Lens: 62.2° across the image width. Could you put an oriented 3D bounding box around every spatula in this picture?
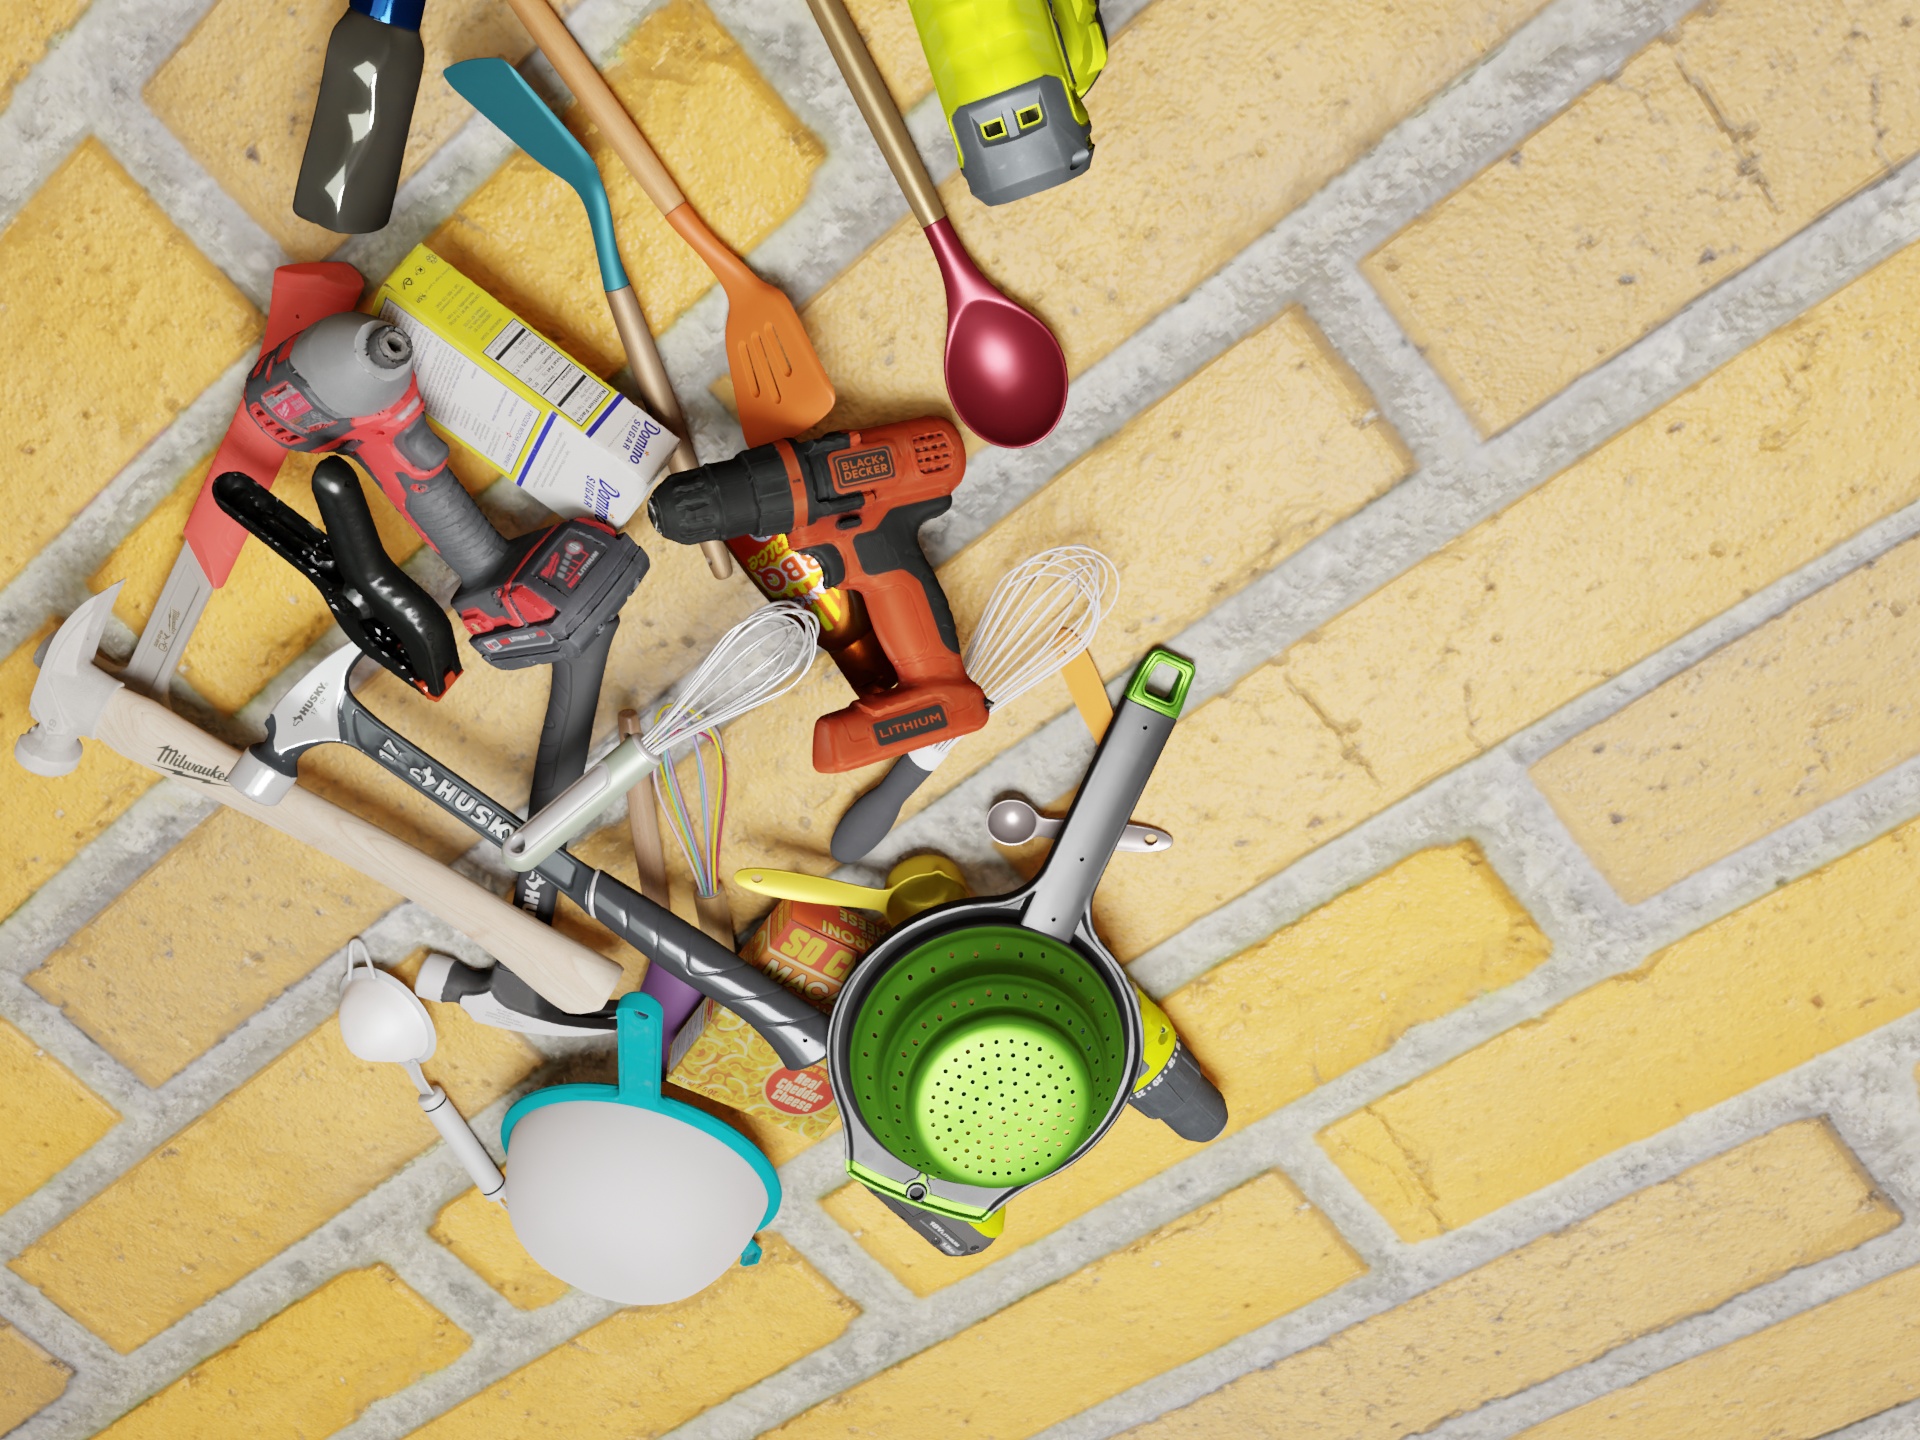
[{"bbox_3d":[-0.175,-0.295,0.863,0.081,0.041,0.322,-20,113,44],"label":"spatula"},{"bbox_3d":[-0.205,0.130,1.088,0.060,0.018,0.315,0,121,4],"label":"spatula"},{"bbox_3d":[-0.195,-0.216,0.899,0.082,0.044,0.317,19,135,48],"label":"spatula"}]

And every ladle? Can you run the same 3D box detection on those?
[{"bbox_3d":[-0.027,-0.292,0.857,0.069,0.031,0.315,-24,110,14],"label":"ladle"}]

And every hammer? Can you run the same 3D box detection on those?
[{"bbox_3d":[-0.401,0.068,1.036,0.410,0.038,0.146,31,115,-9],"label":"hammer"},{"bbox_3d":[-0.271,0.075,1.065,0.146,0.035,0.334,17,117,-2],"label":"hammer"},{"bbox_3d":[-0.244,0.093,1.004,0.409,0.036,0.149,36,89,-8],"label":"hammer"},{"bbox_3d":[-0.447,-0.123,0.984,0.149,0.037,0.359,33,116,-10],"label":"hammer"}]

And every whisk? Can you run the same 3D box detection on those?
[{"bbox_3d":[-0.169,0.097,1.061,0.047,0.051,0.244,-4,119,2],"label":"whisk"},{"bbox_3d":[-0.182,0.012,0.951,0.246,0.058,0.059,-38,151,9],"label":"whisk"},{"bbox_3d":[-0.003,-0.004,0.985,0.070,0.070,0.284,35,120,-11],"label":"whisk"}]

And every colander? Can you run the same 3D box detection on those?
[{"bbox_3d":[0.054,0.145,0.970,0.204,0.094,0.397,23,99,-10],"label":"colander"}]

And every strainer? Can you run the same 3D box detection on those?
[{"bbox_3d":[-0.396,0.275,1.177,0.087,0.050,0.258,-7,121,30],"label":"strainer"},{"bbox_3d":[-0.231,0.312,1.089,0.211,0.095,0.340,13,137,1],"label":"strainer"}]

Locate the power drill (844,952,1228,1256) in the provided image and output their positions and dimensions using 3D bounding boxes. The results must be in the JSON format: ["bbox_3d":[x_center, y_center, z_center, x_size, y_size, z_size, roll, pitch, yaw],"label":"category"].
[{"bbox_3d":[0.052,0.267,1.099,0.228,0.080,0.190,-41,105,17],"label":"power drill"}]

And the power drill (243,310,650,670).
[{"bbox_3d":[-0.288,-0.132,0.892,0.143,0.079,0.219,-7,133,47],"label":"power drill"}]

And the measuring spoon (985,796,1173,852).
[{"bbox_3d":[0.077,0.069,1.036,0.124,0.018,0.034,8,117,-5],"label":"measuring spoon"}]

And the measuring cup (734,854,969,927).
[{"bbox_3d":[-0.071,0.106,1.044,0.156,0.029,0.062,10,123,-12],"label":"measuring cup"}]

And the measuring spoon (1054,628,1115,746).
[{"bbox_3d":[0.086,-0.007,0.998,0.021,0.011,0.116,-20,109,15],"label":"measuring spoon"}]

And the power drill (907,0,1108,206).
[{"bbox_3d":[0.013,-0.338,0.717,0.080,0.223,0.171,-15,114,13],"label":"power drill"}]
